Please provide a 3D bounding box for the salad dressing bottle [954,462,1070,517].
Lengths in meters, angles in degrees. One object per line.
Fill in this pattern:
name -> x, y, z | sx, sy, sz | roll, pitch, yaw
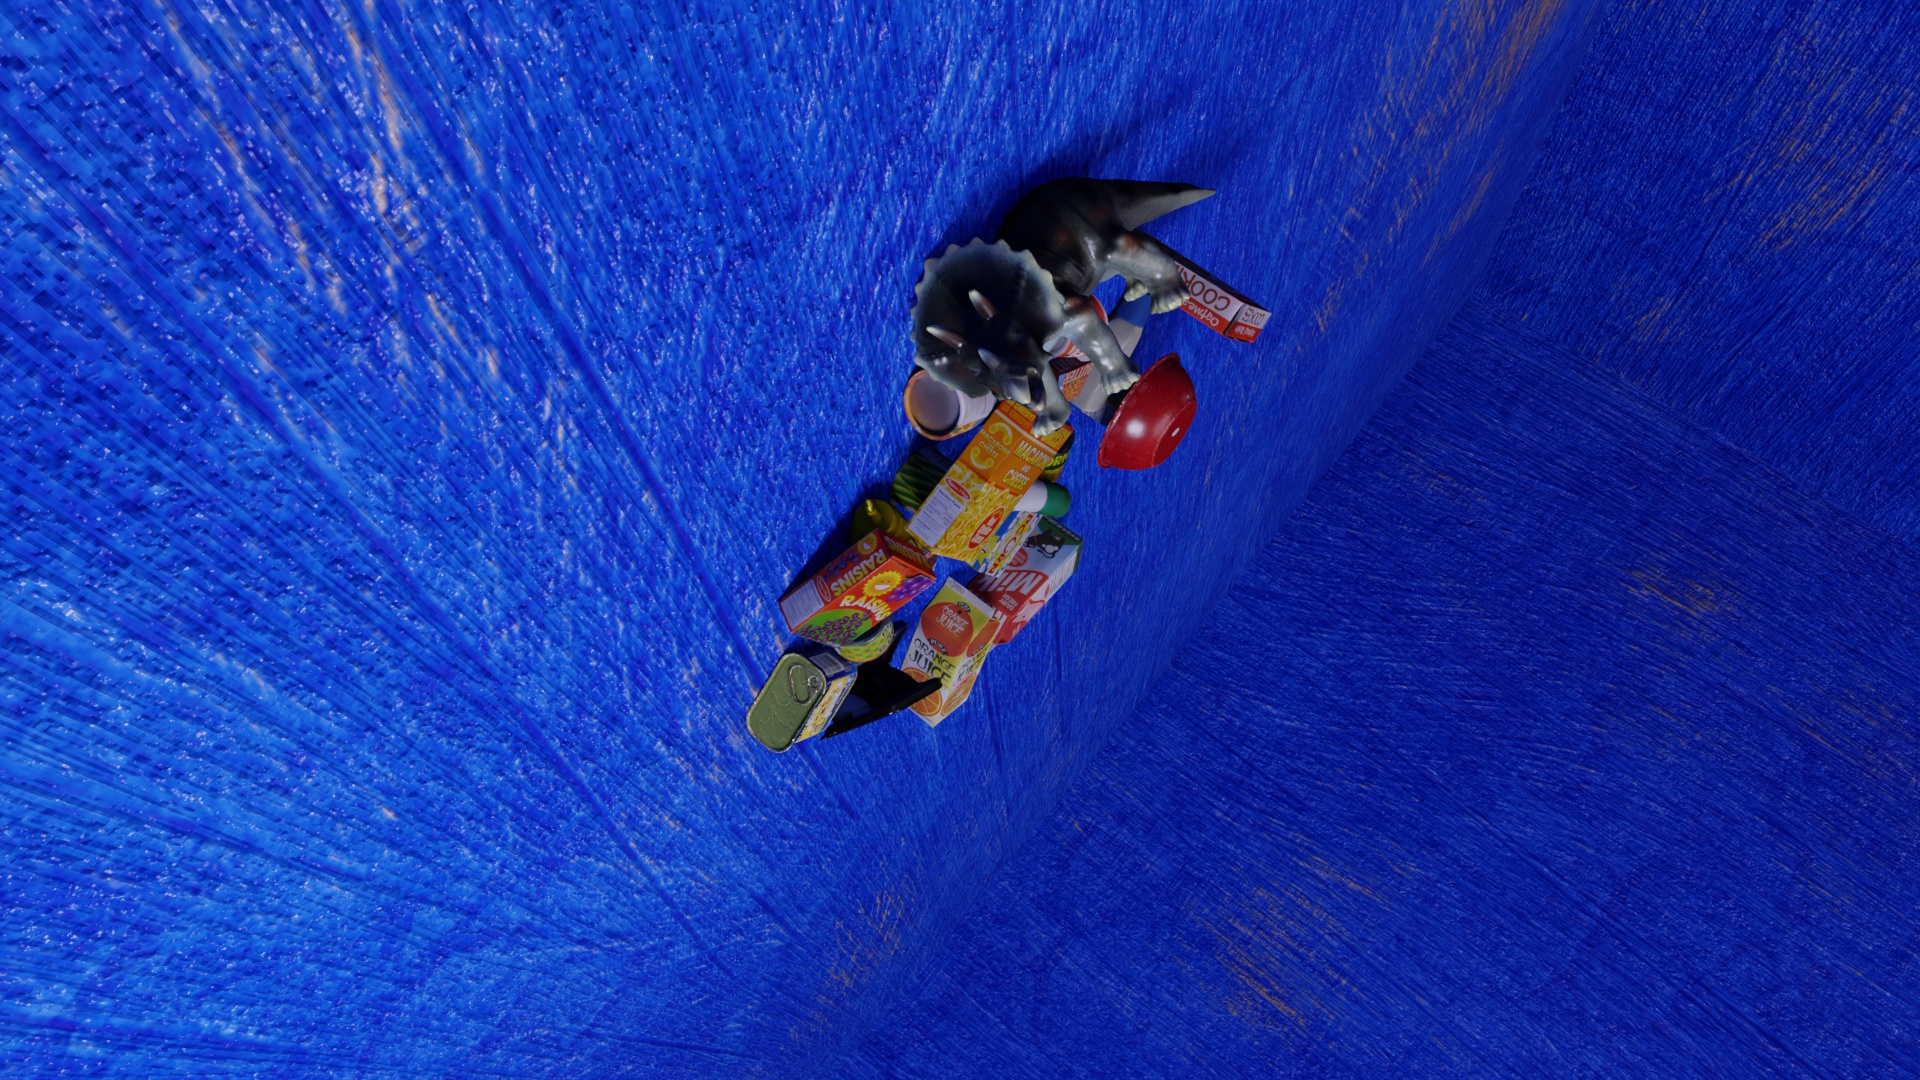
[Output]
salad dressing bottle -> 0.054, -0.052, 1.470 | 0.148, 0.064, 0.044 | 10, 94, -40

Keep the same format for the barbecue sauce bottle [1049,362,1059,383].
barbecue sauce bottle -> 0.049, -0.156, 1.369 | 0.064, 0.044, 0.149 | -58, 161, 13

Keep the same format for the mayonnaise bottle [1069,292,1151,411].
mayonnaise bottle -> 0.172, -0.218, 1.566 | 0.147, 0.041, 0.065 | -62, 166, 22

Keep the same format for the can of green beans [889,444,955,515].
can of green beans -> -0.026, -0.050, 1.353 | 0.071, 0.058, 0.071 | -46, 160, -21

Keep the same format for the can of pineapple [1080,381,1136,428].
can of pineapple -> 0.187, -0.168, 1.661 | 0.071, 0.058, 0.070 | -46, 160, -22

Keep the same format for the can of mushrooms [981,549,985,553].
can of mushrooms -> 0.005, -0.018, 1.468 | 0.033, 0.071, 0.071 | -57, 162, 5

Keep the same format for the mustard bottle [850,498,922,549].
mustard bottle -> -0.075, -0.002, 1.332 | 0.065, 0.049, 0.159 | -47, 161, -12

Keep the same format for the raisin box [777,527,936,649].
raisin box -> -0.095, 0.047, 1.296 | 0.123, 0.040, 0.086 | -36, 150, 15

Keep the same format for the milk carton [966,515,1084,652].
milk carton -> 0.069, 0.058, 1.763 | 0.191, 0.072, 0.073 | -46, 160, -26

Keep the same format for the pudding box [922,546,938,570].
pudding box -> -0.057, 0.026, 1.458 | 0.084, 0.030, 0.049 | -36, 154, -43

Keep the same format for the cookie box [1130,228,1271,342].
cookie box -> 0.224, -0.261, 1.406 | 0.040, 0.168, 0.123 | -59, 161, 18

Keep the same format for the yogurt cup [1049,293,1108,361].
yogurt cup -> 0.104, -0.211, 1.372 | 0.054, 0.072, 0.072 | -19, 143, -46

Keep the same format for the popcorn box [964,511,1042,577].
popcorn box -> 0.055, -0.020, 1.638 | 0.126, 0.038, 0.085 | -55, 162, 5

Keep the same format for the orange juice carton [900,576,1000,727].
orange juice carton -> -0.013, 0.130, 1.690 | 0.073, 0.072, 0.191 | -34, 154, -45

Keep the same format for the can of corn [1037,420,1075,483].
can of corn -> 0.087, -0.099, 1.522 | 0.071, 0.071, 0.058 | -37, 157, -40

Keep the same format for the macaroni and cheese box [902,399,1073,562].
macaroni and cheese box -> 0.030, -0.058, 1.299 | 0.166, 0.040, 0.124 | -52, 163, 7

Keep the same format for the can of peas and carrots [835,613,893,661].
can of peas and carrots -> -0.100, 0.083, 1.393 | 0.071, 0.071, 0.058 | -48, 162, -15

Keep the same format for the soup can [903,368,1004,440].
soup can -> -0.004, -0.130, 1.254 | 0.084, 0.071, 0.071 | -26, 148, -53

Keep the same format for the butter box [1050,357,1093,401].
butter box -> 0.104, -0.170, 1.509 | 0.104, 0.024, 0.052 | -30, 151, -50
